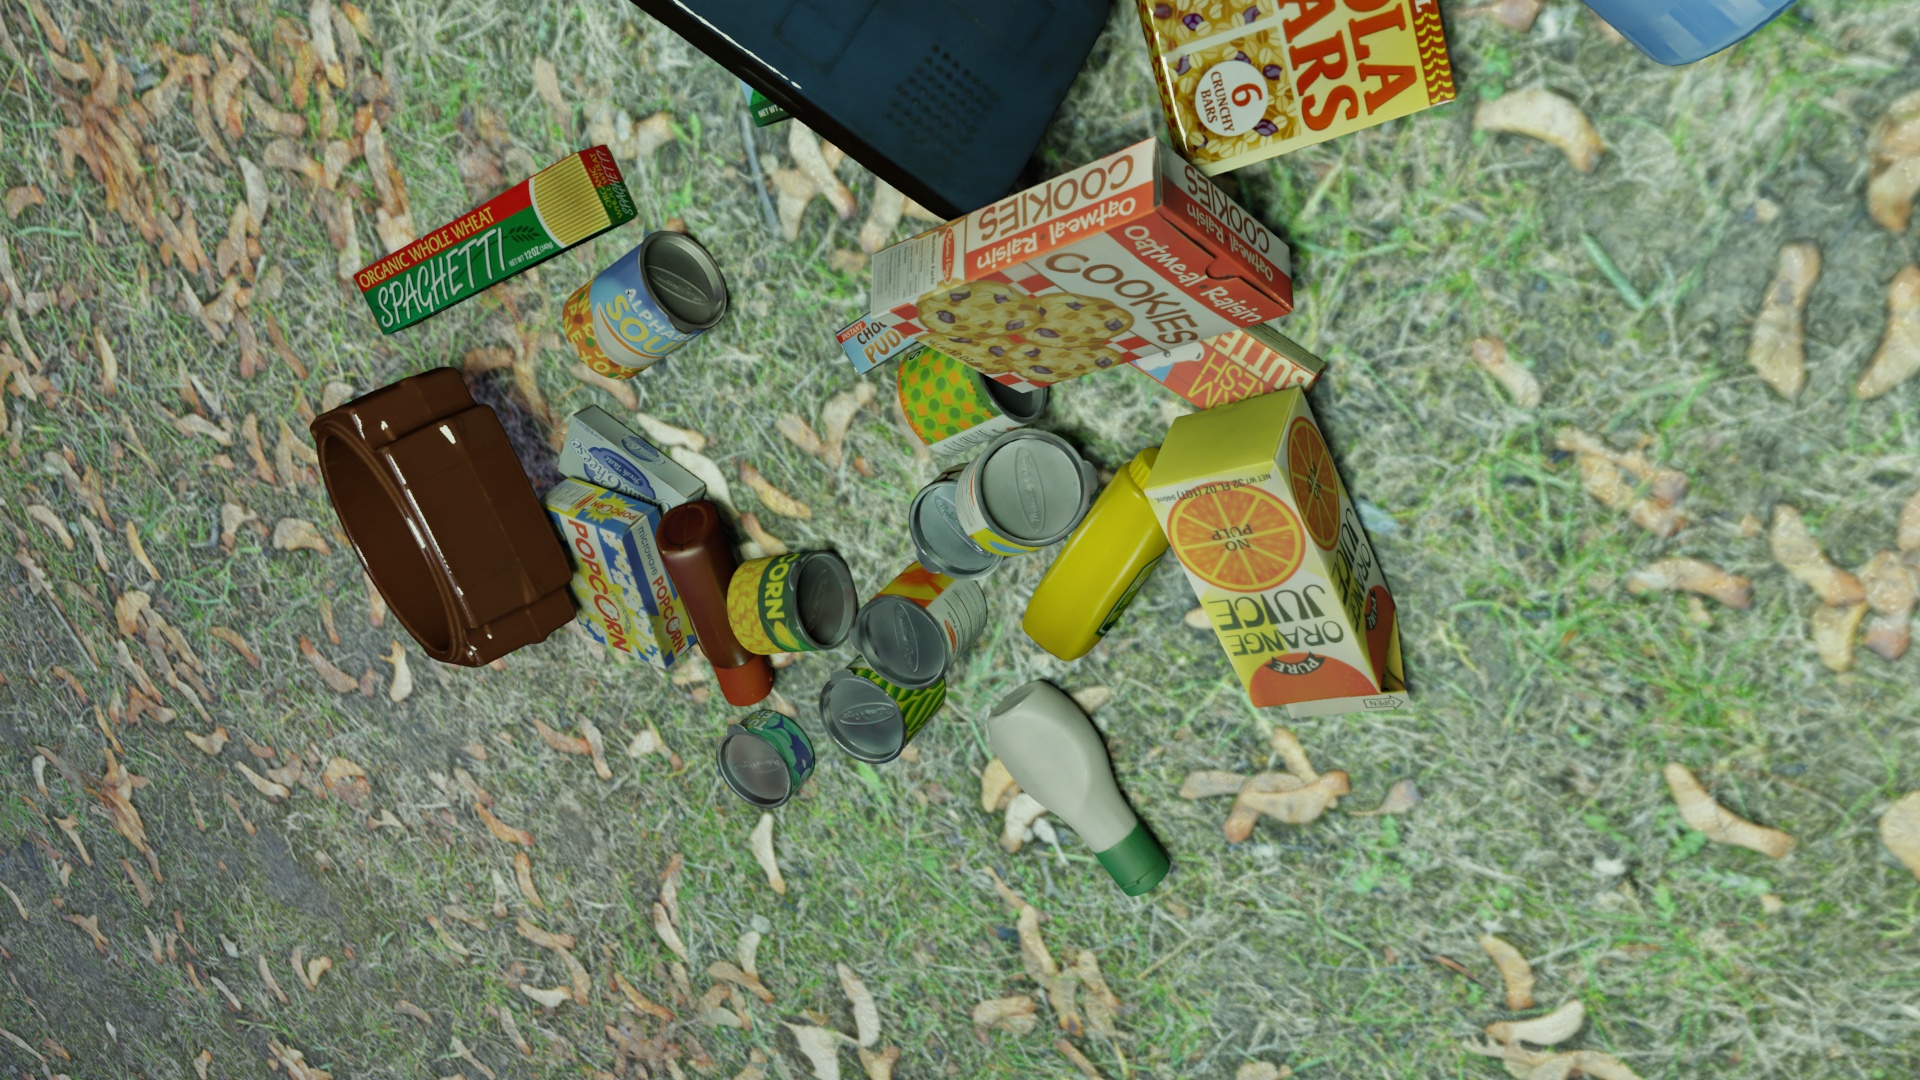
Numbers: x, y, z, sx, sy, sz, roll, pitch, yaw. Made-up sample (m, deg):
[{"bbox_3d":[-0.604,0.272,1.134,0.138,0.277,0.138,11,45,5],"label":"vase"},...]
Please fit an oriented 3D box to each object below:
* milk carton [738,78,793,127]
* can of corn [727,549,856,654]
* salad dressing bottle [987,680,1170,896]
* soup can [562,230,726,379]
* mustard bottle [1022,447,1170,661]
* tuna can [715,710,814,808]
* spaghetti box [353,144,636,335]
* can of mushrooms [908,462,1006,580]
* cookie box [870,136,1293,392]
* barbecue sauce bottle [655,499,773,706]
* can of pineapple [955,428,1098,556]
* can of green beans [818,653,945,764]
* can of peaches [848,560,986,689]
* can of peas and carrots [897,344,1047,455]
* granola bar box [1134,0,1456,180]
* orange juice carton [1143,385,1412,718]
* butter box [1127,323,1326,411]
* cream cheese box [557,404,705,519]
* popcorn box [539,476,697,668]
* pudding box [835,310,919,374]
[{"bbox_3d":[-0.094,-0.323,0.722,0.072,0.074,0.190,-9,109,31],"label":"milk carton"},{"bbox_3d":[-0.113,0.040,0.916,0.058,0.071,0.071,-7,110,32],"label":"can of corn"},{"bbox_3d":[0.077,0.160,0.887,0.064,0.044,0.147,-33,97,35],"label":"salad dressing bottle"},{"bbox_3d":[-0.199,-0.144,0.871,0.083,0.072,0.071,-24,101,36],"label":"soup can"},{"bbox_3d":[0.093,-0.003,0.786,0.049,0.065,0.159,38,121,11],"label":"mustard bottle"},{"bbox_3d":[-0.143,0.157,1.014,0.071,0.033,0.070,12,119,23],"label":"tuna can"},{"bbox_3d":[-0.320,-0.198,0.938,0.249,0.029,0.050,-14,105,33],"label":"spaghetti box"},{"bbox_3d":[0.003,-0.011,0.849,0.071,0.034,0.070,12,119,23],"label":"can of mushrooms"},{"bbox_3d":[0.059,-0.125,0.676,0.167,0.123,0.040,-13,68,38],"label":"cookie box"},{"bbox_3d":[-0.165,0.048,0.950,0.044,0.065,0.147,-13,125,2],"label":"barbecue sauce bottle"},{"bbox_3d":[0.036,-0.026,0.788,0.071,0.071,0.058,51,167,-2],"label":"can of pineapple"},{"bbox_3d":[-0.051,0.105,0.921,0.071,0.058,0.071,13,119,24],"label":"can of green beans"},{"bbox_3d":[-0.026,0.051,0.881,0.071,0.058,0.071,13,120,24],"label":"can of peaches"},{"bbox_3d":[0.006,-0.090,0.788,0.058,0.071,0.071,-21,102,35],"label":"can of peas and carrots"},{"bbox_3d":[0.138,-0.259,0.616,0.124,0.039,0.165,-17,107,5],"label":"granola bar box"},{"bbox_3d":[0.173,0.022,0.732,0.071,0.073,0.192,-13,120,33],"label":"orange juice carton"},{"bbox_3d":[0.136,-0.097,0.737,0.103,0.024,0.052,35,125,10],"label":"butter box"},{"bbox_3d":[-0.229,-0.044,0.967,0.104,0.024,0.053,35,127,10],"label":"cream cheese box"},{"bbox_3d":[-0.240,0.023,0.976,0.085,0.038,0.126,17,135,28],"label":"popcorn box"},{"bbox_3d":[-0.025,-0.130,0.794,0.083,0.050,0.030,-25,99,36],"label":"pudding box"}]
